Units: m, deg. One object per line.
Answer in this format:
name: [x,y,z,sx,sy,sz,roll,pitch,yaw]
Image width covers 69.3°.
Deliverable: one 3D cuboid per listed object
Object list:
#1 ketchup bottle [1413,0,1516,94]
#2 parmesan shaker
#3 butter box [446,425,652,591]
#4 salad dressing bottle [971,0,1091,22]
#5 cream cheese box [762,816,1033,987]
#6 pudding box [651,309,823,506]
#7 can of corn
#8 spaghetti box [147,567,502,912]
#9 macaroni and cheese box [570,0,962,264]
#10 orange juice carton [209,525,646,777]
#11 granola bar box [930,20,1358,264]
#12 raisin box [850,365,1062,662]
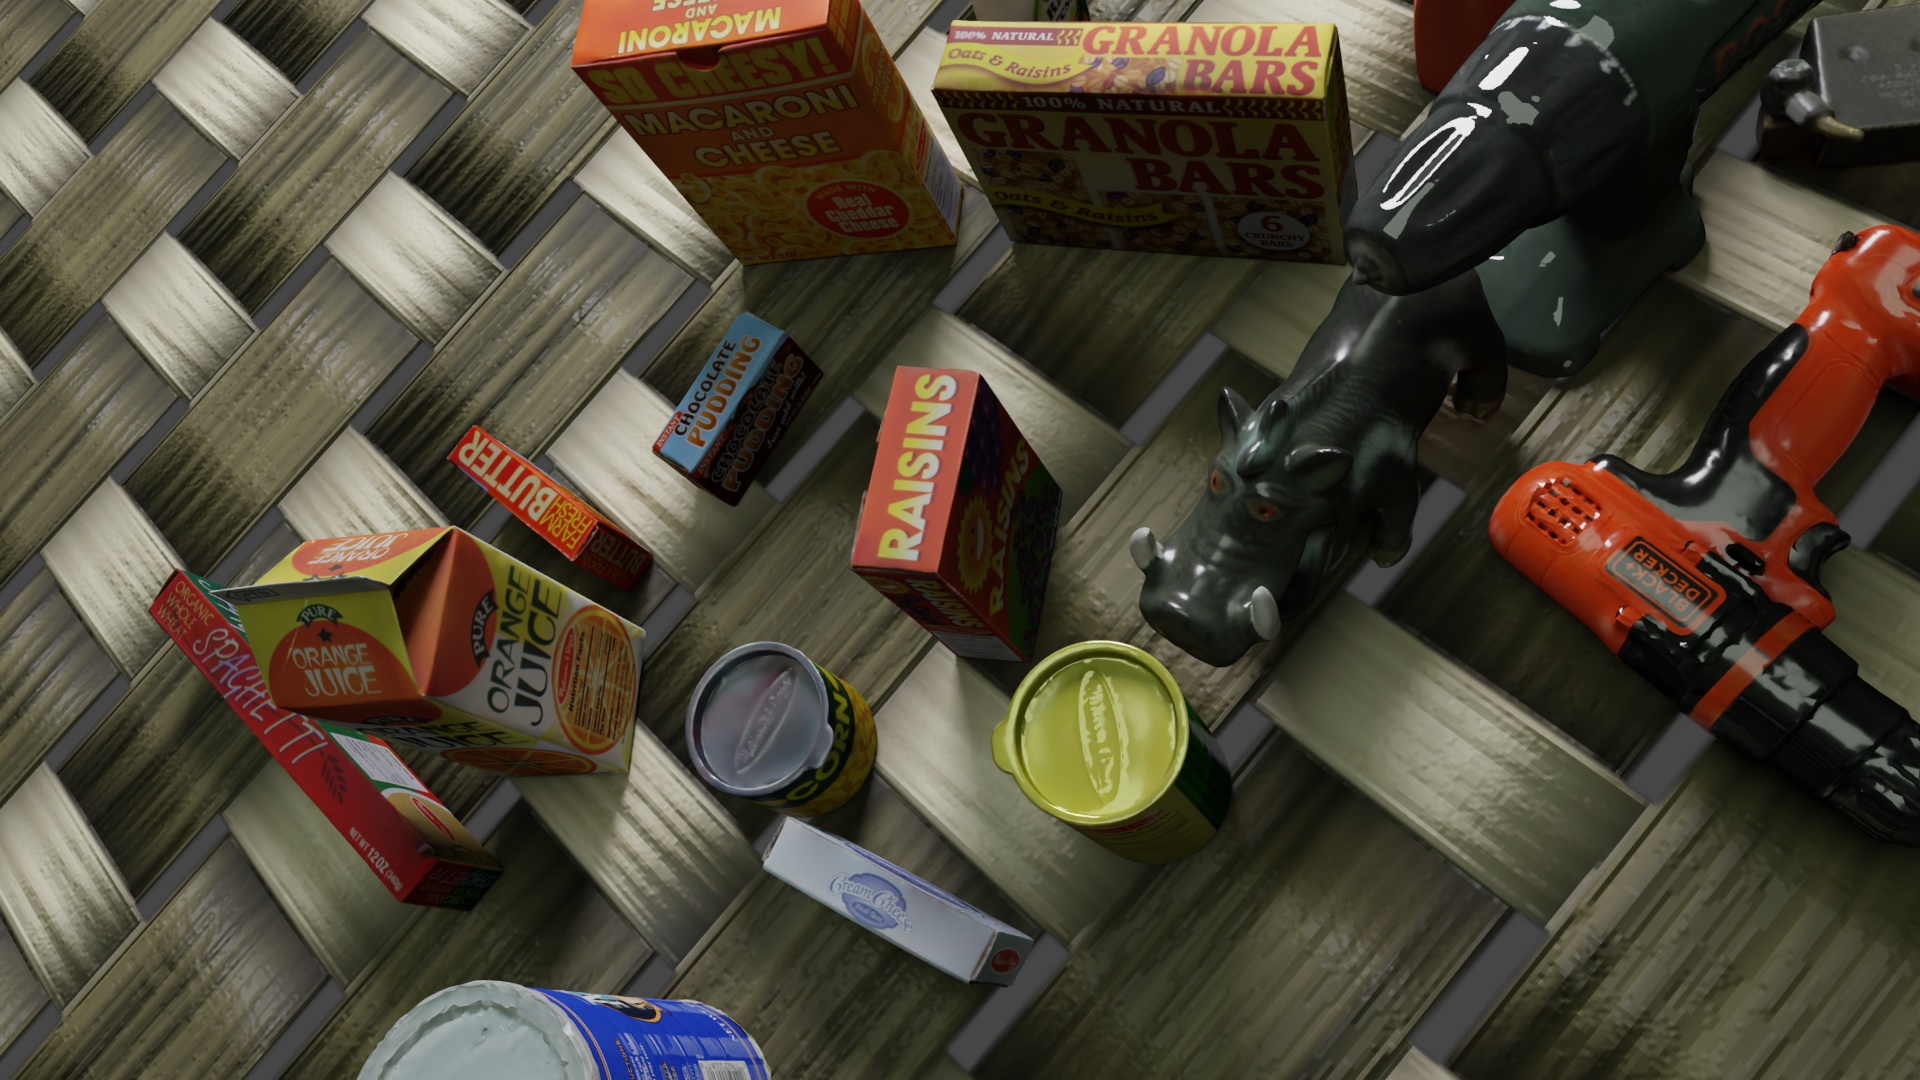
ketchup bottle: [0.221,-0.243,0.577,0.065,0.148,0.043,13,75,23]
parmesan shaker: [0.061,0.084,0.531,0.071,0.103,0.071,-7,68,17]
butter box: [-0.204,-0.016,0.692,0.104,0.053,0.024,34,84,27]
salad dressing bottle: [0.024,-0.279,0.661,0.044,0.147,0.064,16,76,24]
cream cheese box: [-0.025,0.148,0.564,0.104,0.053,0.024,22,79,25]
pudding box: [-0.108,-0.064,0.679,0.030,0.049,0.084,28,81,26]
can of corn: [-0.074,0.085,0.604,0.071,0.058,0.071,-7,68,17]
spaghetti box: [-0.321,0.095,0.691,0.250,0.050,0.029,35,84,27]
macaroni and cheese box: [-0.083,-0.192,0.654,0.124,0.166,0.040,-2,70,19]
orange juice carton: [-0.217,0.048,0.593,0.072,0.192,0.073,-5,69,18]
granola bar box: [0.085,-0.174,0.611,0.165,0.124,0.039,9,74,22]
raisin box: [0.002,-0.007,0.576,0.040,0.123,0.086,5,72,21]
